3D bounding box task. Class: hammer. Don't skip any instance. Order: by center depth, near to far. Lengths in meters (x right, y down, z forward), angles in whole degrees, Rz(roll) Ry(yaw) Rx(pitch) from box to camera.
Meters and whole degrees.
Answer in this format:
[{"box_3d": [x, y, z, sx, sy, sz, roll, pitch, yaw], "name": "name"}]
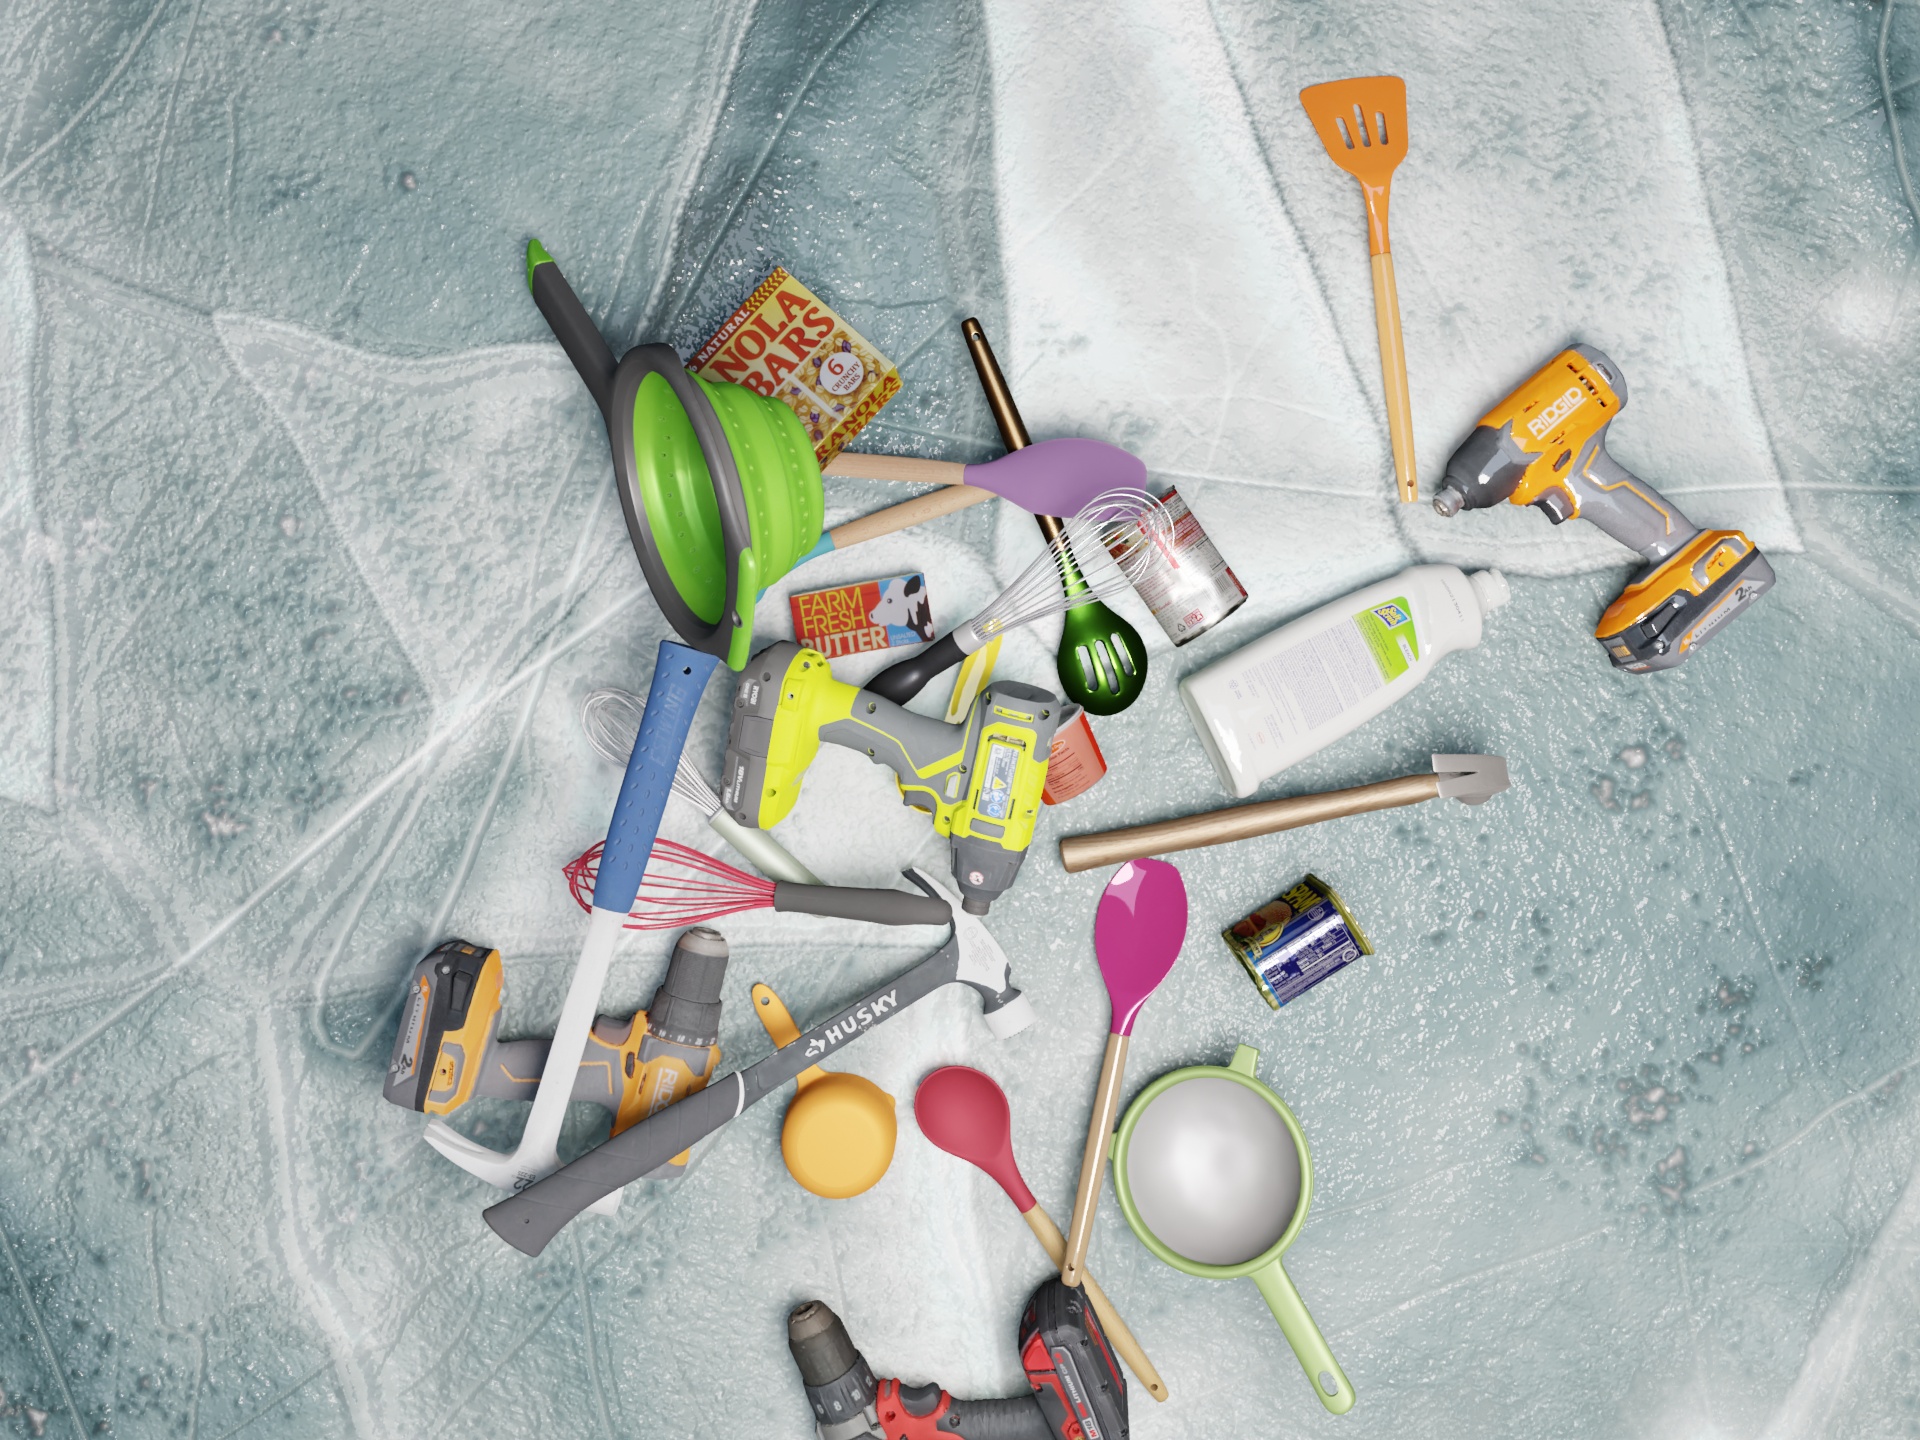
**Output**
[{"box_3d": [-0.254, 0.140, 1.112, 0.144, 0.035, 0.405, 17, 93, -11], "name": "hammer"}, {"box_3d": [-0.144, 0.250, 1.130, 0.409, 0.036, 0.149, -28, 88, -23], "name": "hammer"}, {"box_3d": [0.237, 0.070, 1.174, 0.331, 0.130, 0.031, -12, 79, 7], "name": "hammer"}]

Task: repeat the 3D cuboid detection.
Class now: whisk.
[{"box_3d": [0.032, -0.077, 1.146, 0.284, 0.070, 0.070, -33, 92, 23], "name": "whisk"}, {"box_3d": [-0.151, 0.126, 1.156, 0.296, 0.073, 0.073, 5, 92, 11], "name": "whisk"}, {"box_3d": [-0.186, 0.063, 1.190, 0.246, 0.059, 0.057, 42, 134, -6], "name": "whisk"}]

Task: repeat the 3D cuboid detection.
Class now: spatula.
[{"box_3d": [-0.021, -0.185, 1.169, 0.316, 0.018, 0.060, 6, 86, 10], "name": "spatula"}, {"box_3d": [-0.072, -0.146, 1.185, 0.317, 0.044, 0.082, -20, 69, -2], "name": "spatula"}, {"box_3d": [0.318, -0.325, 1.200, 0.081, 0.041, 0.322, -8, 96, -1], "name": "spatula"}]

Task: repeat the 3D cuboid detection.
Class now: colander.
[{"box_3d": [-0.194, -0.214, 1.102, 0.094, 0.204, 0.397, -18, 57, -27], "name": "colander"}]

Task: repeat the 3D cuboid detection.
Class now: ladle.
[{"box_3d": [0.068, 0.391, 1.212, 0.069, 0.031, 0.315, -34, 94, 7], "name": "ladle"}]

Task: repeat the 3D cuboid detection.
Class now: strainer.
[{"box_3d": [0.218, 0.375, 1.163, 0.151, 0.069, 0.257, -36, 68, 16], "name": "strainer"}]

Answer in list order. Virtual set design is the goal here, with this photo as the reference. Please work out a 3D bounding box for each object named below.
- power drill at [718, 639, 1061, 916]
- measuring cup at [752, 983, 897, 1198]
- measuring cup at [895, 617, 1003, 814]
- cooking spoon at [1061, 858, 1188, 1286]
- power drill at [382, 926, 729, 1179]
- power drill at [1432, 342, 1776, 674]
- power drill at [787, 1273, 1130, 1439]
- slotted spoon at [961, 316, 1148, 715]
[{"box_3d": [-0.052, 0.039, 1.145, 0.223, 0.080, 0.171, 15, 106, 10], "name": "power drill"}, {"box_3d": [-0.112, 0.277, 1.190, 0.095, 0.052, 0.173, -29, 94, 0], "name": "measuring cup"}, {"box_3d": [-0.002, -0.004, 1.200, 0.062, 0.029, 0.156, 22, 89, -2], "name": "measuring cup"}, {"box_3d": [0.114, 0.261, 1.191, 0.069, 0.017, 0.319, 10, 82, 15], "name": "cooking spoon"}, {"box_3d": [-0.288, 0.224, 1.174, 0.226, 0.084, 0.185, 15, 92, -6], "name": "power drill"}, {"box_3d": [0.466, -0.144, 1.176, 0.164, 0.084, 0.226, -39, 88, -4], "name": "power drill"}, {"box_3d": [-0.006, 0.491, 1.180, 0.226, 0.080, 0.188, -23, 96, 7], "name": "power drill"}, {"box_3d": [0.064, -0.149, 1.181, 0.070, 0.031, 0.313, -23, 96, -4], "name": "slotted spoon"}]
